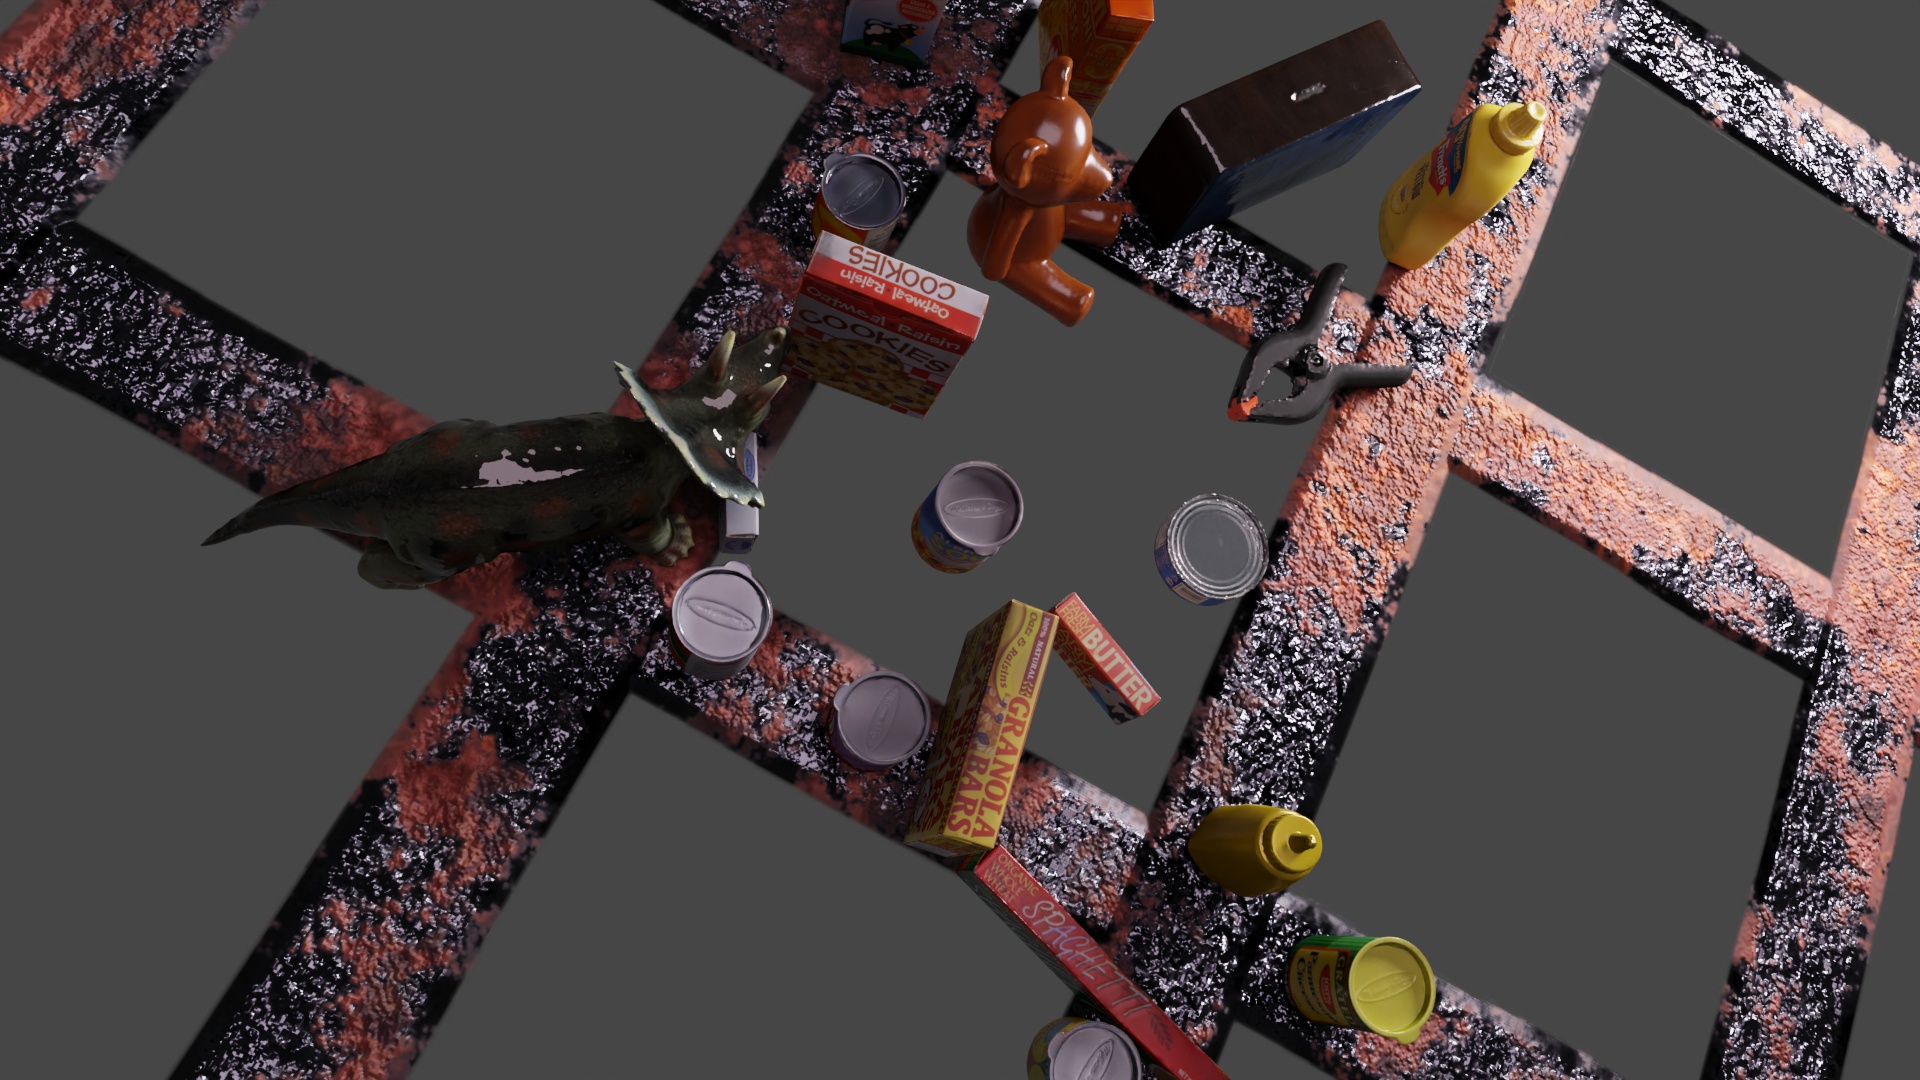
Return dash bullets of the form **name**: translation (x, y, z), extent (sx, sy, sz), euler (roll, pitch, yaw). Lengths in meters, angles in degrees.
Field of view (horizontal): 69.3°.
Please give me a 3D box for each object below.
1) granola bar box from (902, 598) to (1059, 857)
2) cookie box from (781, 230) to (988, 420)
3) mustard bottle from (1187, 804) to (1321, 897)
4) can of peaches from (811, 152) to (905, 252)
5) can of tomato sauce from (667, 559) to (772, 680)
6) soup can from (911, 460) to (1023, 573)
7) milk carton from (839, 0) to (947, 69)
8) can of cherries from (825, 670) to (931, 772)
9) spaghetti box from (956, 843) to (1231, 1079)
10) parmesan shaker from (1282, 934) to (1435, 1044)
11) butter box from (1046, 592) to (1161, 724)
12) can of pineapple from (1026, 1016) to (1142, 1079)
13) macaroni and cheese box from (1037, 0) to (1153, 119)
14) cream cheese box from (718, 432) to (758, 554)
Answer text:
- **granola bar box**: translation (0.014, 0.134, 0.969), extent (0.039, 0.124, 0.166), euler (21, 71, -9)
- **cookie box**: translation (-0.062, -0.150, 1.006), extent (0.123, 0.167, 0.040), euler (20, 71, -9)
- **mustard bottle**: translation (0.216, 0.217, 0.980), extent (0.065, 0.159, 0.049), euler (44, 69, 0)
- **can of peaches**: translation (-0.083, -0.263, 1.090), extent (0.071, 0.058, 0.071), euler (4, 74, -14)
- **can of tomato sauce**: translation (-0.168, 0.057, 0.965), extent (0.071, 0.083, 0.071), euler (4, 74, -14)
- **soup can**: translation (0.004, -0.013, 1.029), extent (0.071, 0.083, 0.071), euler (4, 74, -14)
- **milk carton**: translation (-0.041, -0.457, 1.085), extent (0.073, 0.190, 0.072), euler (9, 73, -12)
- **can of cherries**: translation (-0.061, 0.128, 0.986), extent (0.071, 0.058, 0.071), euler (4, 74, -14)
- **spaghetti box**: translation (0.096, 0.310, 0.981), extent (0.250, 0.050, 0.029), euler (45, 69, 1)
- **parmesan shaker**: translation (0.284, 0.321, 0.999), extent (0.071, 0.102, 0.071), euler (4, 74, -14)
- **butter box**: translation (0.102, 0.090, 1.042), extent (0.024, 0.053, 0.103), euler (-38, 87, -20)
- **can of pineapple**: translation (0.083, 0.363, 0.958), extent (0.071, 0.057, 0.071), euler (4, 74, -14)
- **macaroni and cheese box**: translation (0.106, -0.427, 1.128), extent (0.040, 0.166, 0.124), euler (3, 74, -14)
- **cream cheese box**: translation (-0.163, -0.045, 1.011), extent (0.024, 0.053, 0.104), euler (0, 75, -15)
